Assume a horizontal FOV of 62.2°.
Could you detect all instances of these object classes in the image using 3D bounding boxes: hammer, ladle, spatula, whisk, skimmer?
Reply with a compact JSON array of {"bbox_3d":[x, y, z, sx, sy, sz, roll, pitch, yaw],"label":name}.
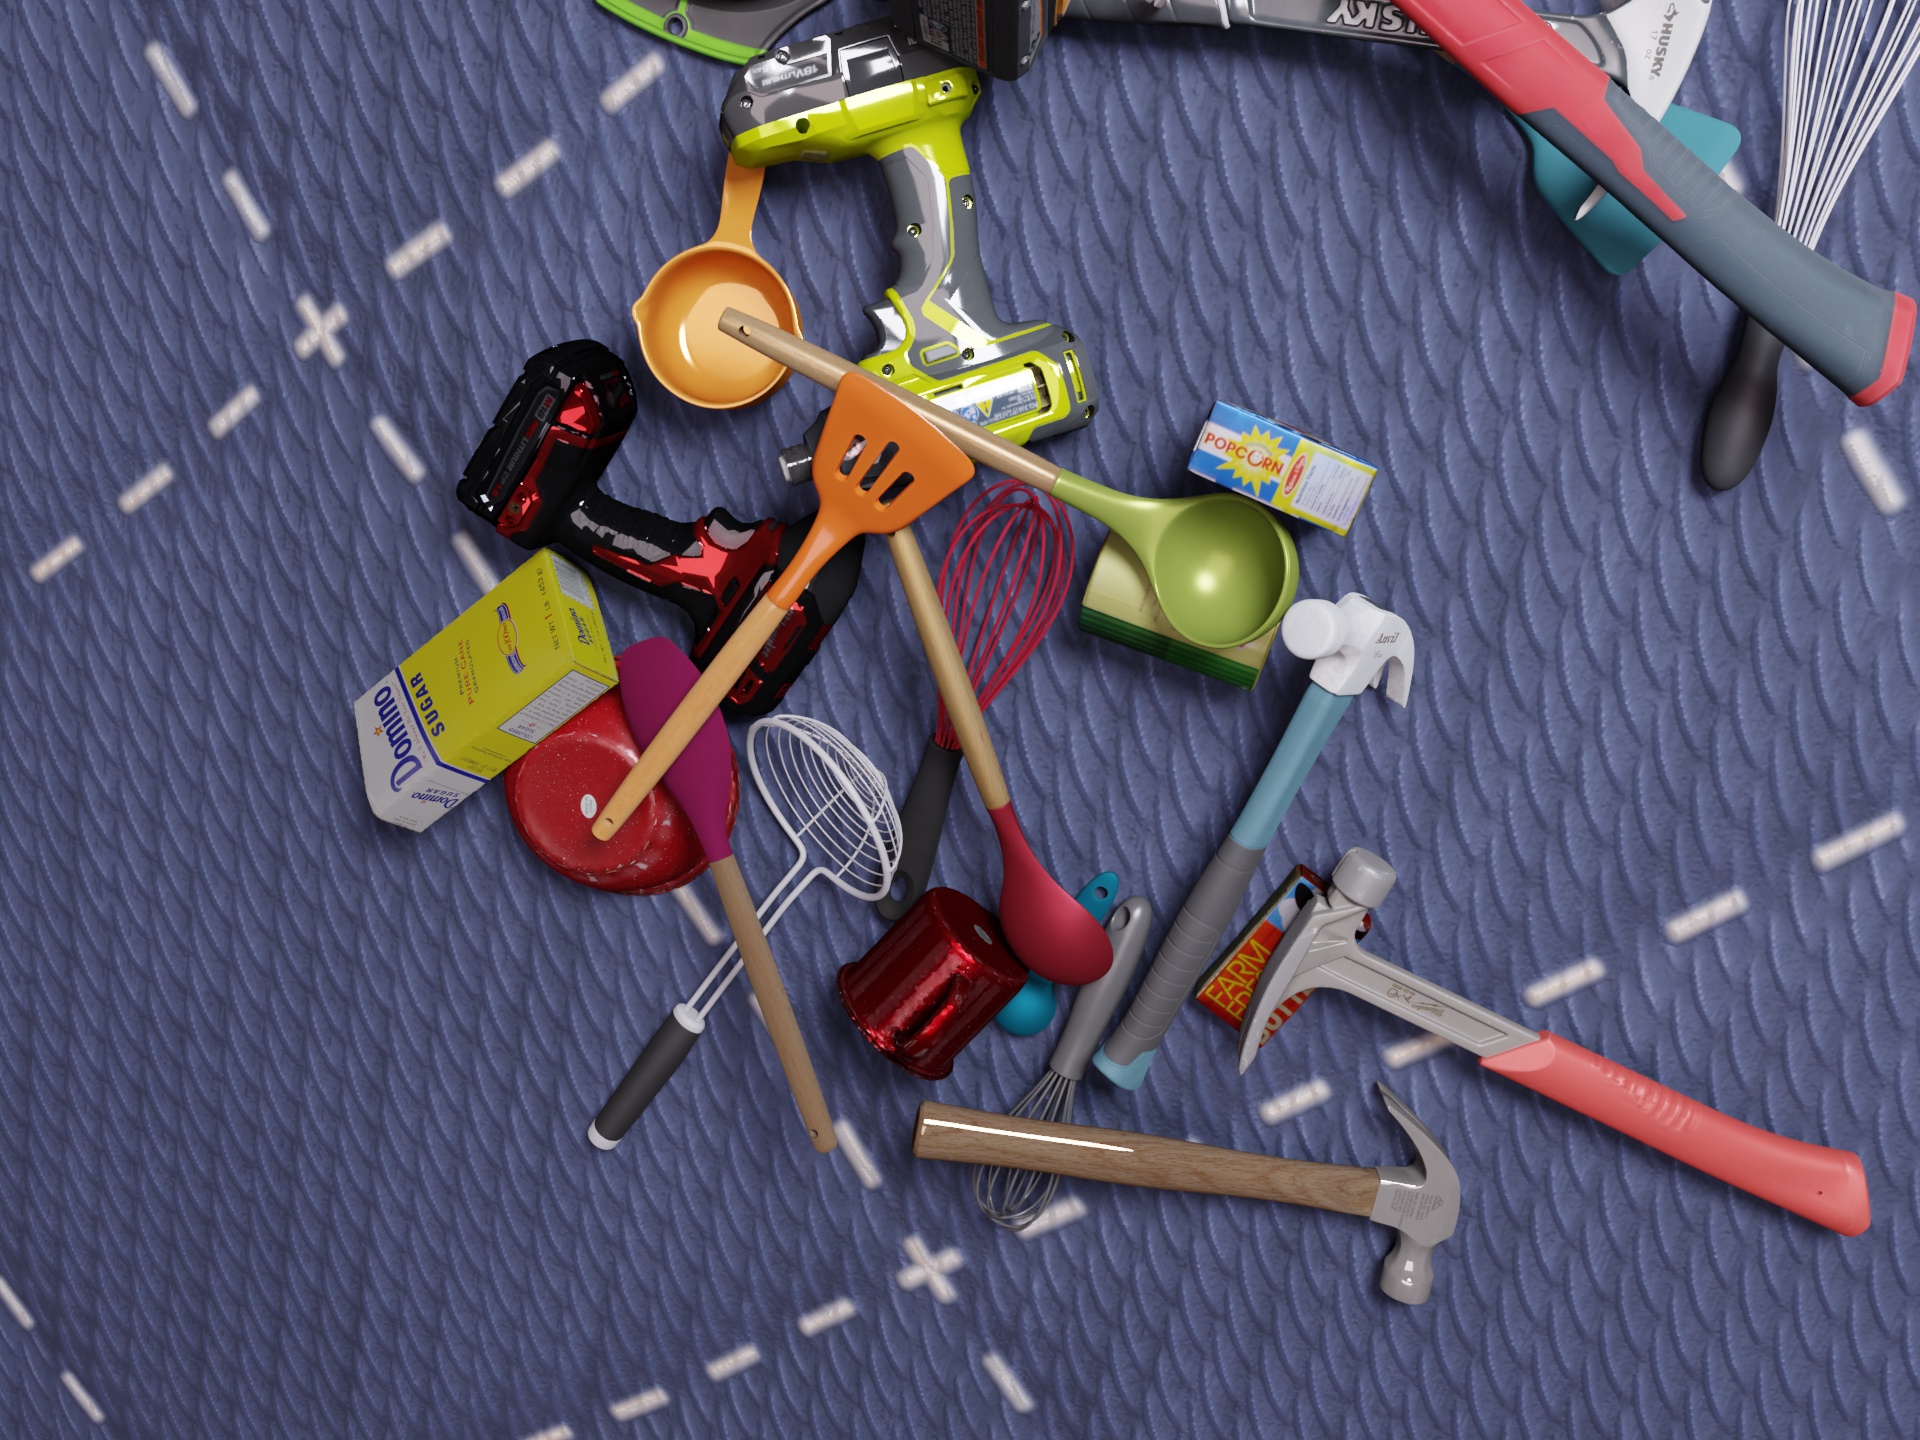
[{"bbox_3d":[0.153,0.077,0.886,0.033,0.128,0.331,40,118,32],"label":"hammer"},{"bbox_3d":[0.263,-0.271,0.724,0.386,0.038,0.143,43,117,3],"label":"hammer"},{"bbox_3d":[0.136,0.266,0.955,0.331,0.031,0.130,9,104,-3],"label":"hammer"},{"bbox_3d":[0.023,-0.129,0.799,0.320,0.062,0.078,25,111,-5],"label":"ladle"},{"bbox_3d":[0.230,-0.348,0.783,0.317,0.044,0.082,39,114,1],"label":"spatula"},{"bbox_3d":[0.065,0.212,0.982,0.055,0.055,0.239,23,104,5],"label":"whisk"},{"bbox_3d":[0.146,-0.348,0.783,0.409,0.036,0.149,14,110,16],"label":"hammer"},{"bbox_3d":[0.014,0.023,0.891,0.069,0.031,0.315,-7,113,35],"label":"ladle"},{"bbox_3d":[-0.001,-0.003,0.928,0.073,0.073,0.295,21,115,6],"label":"whisk"},{"bbox_3d":[-0.114,-0.044,0.856,0.081,0.041,0.322,37,113,-7],"label":"spatula"},{"bbox_3d":[-0.156,0.149,0.984,0.127,0.090,0.363,44,112,18],"label":"skimmer"},{"bbox_3d":[0.344,0.210,0.908,0.359,0.037,0.149,26,110,0],"label":"hammer"},{"bbox_3d":[0.407,-0.250,0.770,0.070,0.070,0.284,11,112,9],"label":"whisk"}]

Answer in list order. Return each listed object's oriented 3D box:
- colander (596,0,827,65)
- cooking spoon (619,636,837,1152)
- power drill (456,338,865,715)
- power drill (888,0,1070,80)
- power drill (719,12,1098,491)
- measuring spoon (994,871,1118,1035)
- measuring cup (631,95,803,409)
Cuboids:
[{"bbox_3d":[-0.097,-0.536,0.773,0.204,0.094,0.397,24,109,5],"label":"colander"},{"bbox_3d":[-0.131,0.104,0.926,0.069,0.017,0.319,-16,97,32],"label":"cooking spoon"},{"bbox_3d":[-0.163,-0.116,0.920,0.219,0.078,0.143,36,111,-3],"label":"power drill"},{"bbox_3d":[0.043,-0.424,0.698,0.084,0.185,0.226,25,91,1],"label":"power drill"},{"bbox_3d":[-0.039,-0.238,0.835,0.171,0.080,0.223,-19,102,-7],"label":"power drill"},{"bbox_3d":[0.059,0.145,0.972,0.042,0.021,0.128,32,111,1],"label":"measuring spoon"},{"bbox_3d":[-0.123,-0.258,0.884,0.095,0.052,0.173,11,96,0],"label":"measuring cup"}]
